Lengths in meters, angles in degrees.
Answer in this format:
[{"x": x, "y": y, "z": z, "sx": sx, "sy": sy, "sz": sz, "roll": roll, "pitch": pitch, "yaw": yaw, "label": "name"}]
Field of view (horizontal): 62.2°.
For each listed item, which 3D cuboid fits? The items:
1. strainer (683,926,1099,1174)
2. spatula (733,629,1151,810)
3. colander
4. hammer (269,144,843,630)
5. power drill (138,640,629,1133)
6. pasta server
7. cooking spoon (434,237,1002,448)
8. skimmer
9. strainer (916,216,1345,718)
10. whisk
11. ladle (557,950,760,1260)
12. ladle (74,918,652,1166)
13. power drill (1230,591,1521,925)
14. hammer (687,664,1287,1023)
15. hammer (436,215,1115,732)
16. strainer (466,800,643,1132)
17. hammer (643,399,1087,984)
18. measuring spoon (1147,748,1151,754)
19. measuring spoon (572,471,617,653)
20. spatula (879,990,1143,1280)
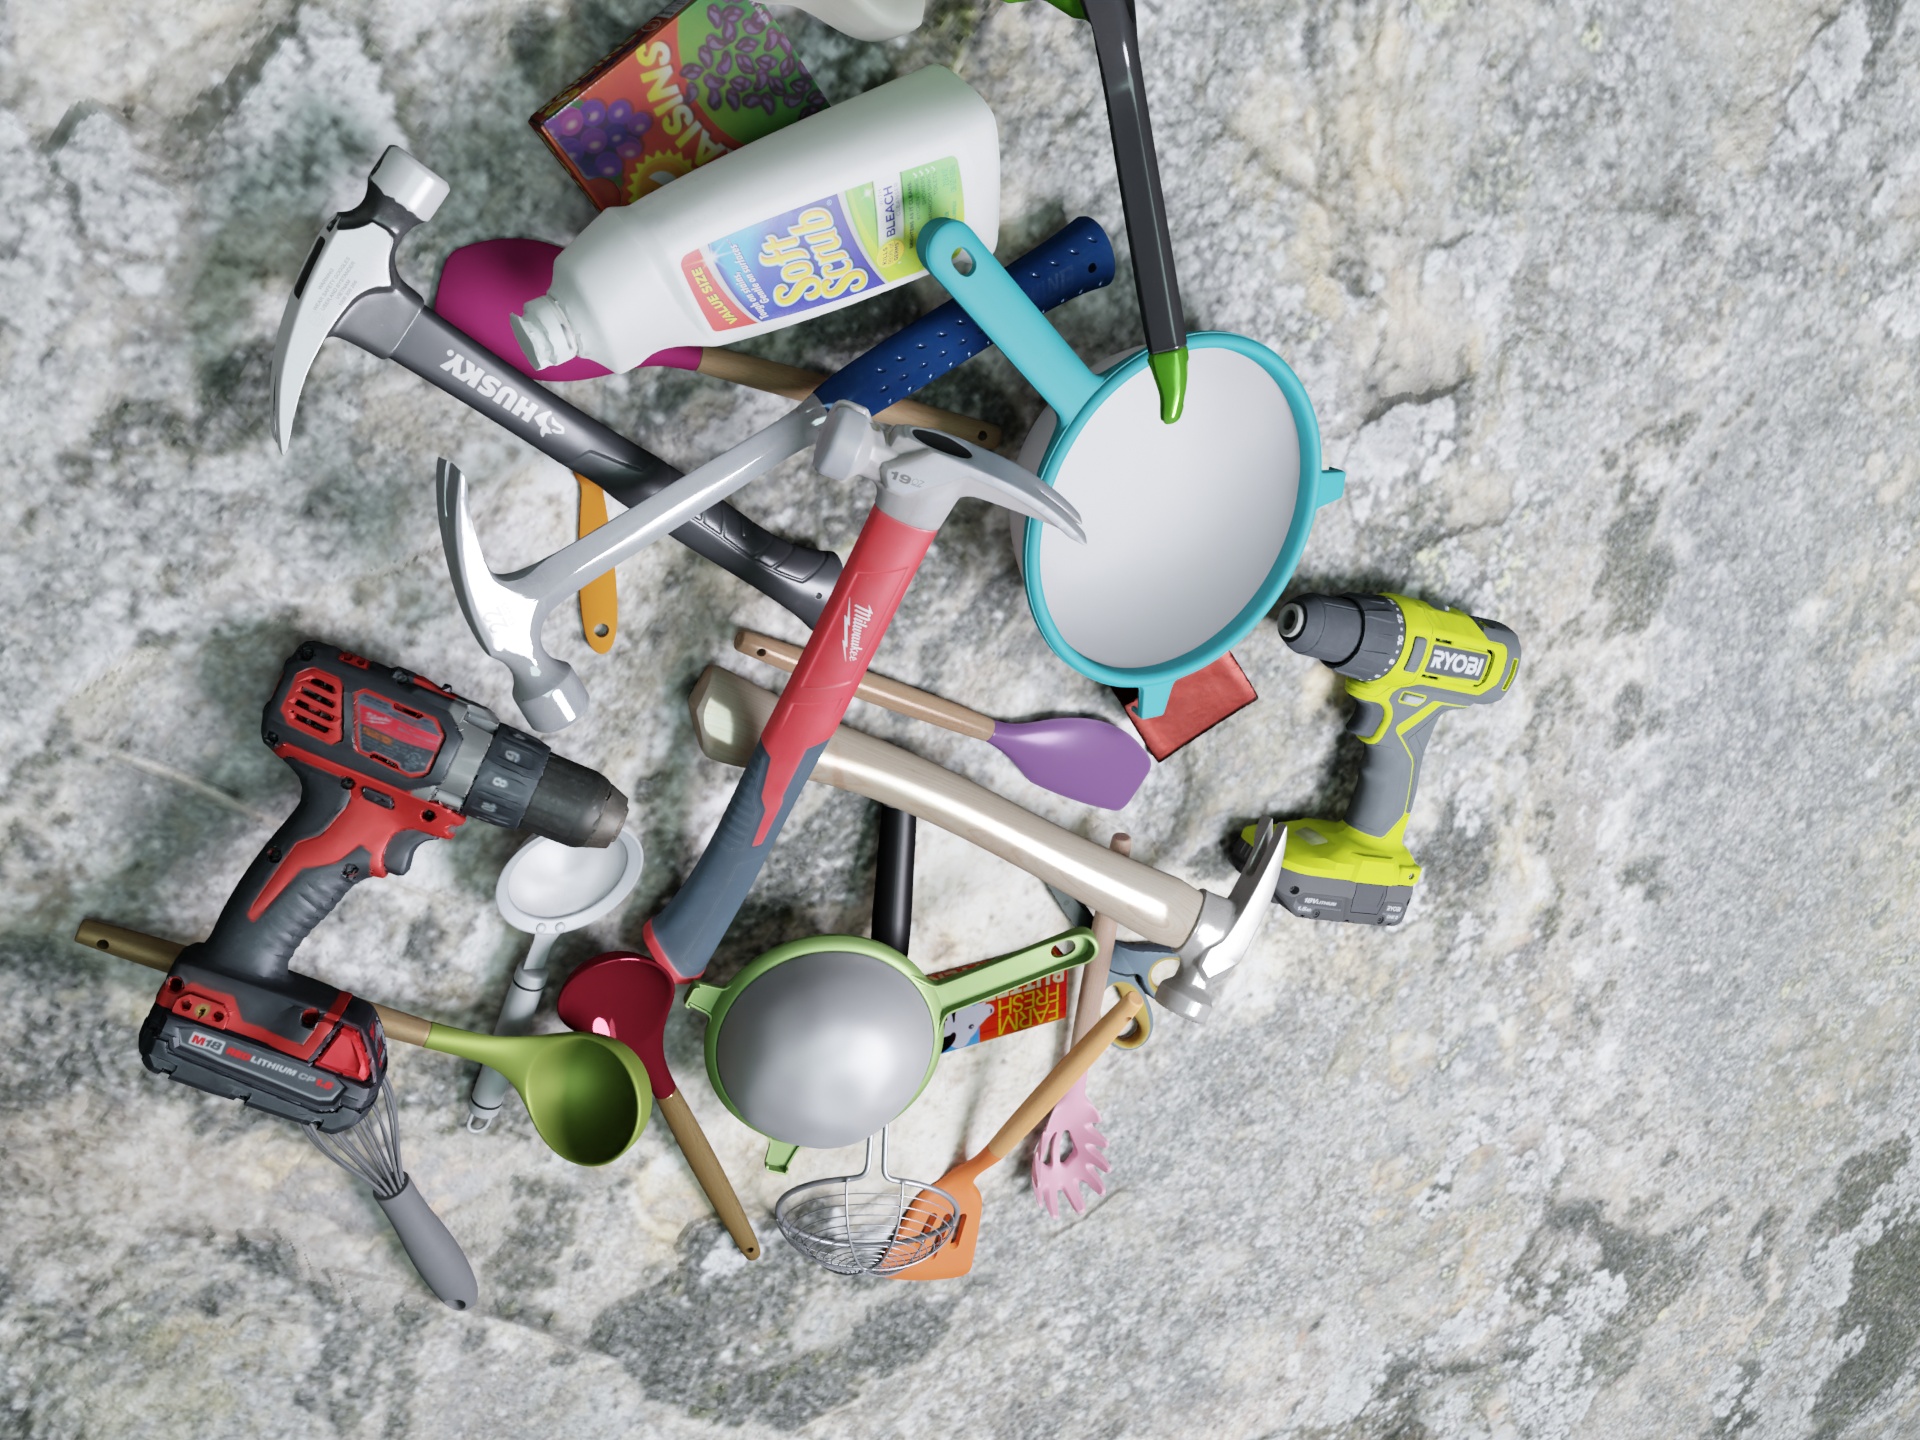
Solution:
[{"x": -0.030, "y": 0.192, "z": 0.970, "sx": 0.256, "sy": 0.069, "sz": 0.151, "roll": -21, "pitch": 113, "yaw": -2, "label": "strainer"}, {"x": -0.002, "y": -0.003, "z": 0.996, "sx": 0.315, "sy": 0.018, "sz": 0.059, "roll": 19, "pitch": 111, "yaw": -32, "label": "spatula"}, {"x": 0.035, "y": -0.334, "z": 0.760, "sx": 0.094, "sy": 0.204, "sz": 0.397, "roll": -9, "pitch": 104, "yaw": 13, "label": "colander"}, {"x": -0.188, "y": -0.131, "z": 0.820, "sx": 0.334, "sy": 0.035, "sz": 0.146, "roll": 32, "pitch": 97, "yaw": -39, "label": "hammer"}, {"x": -0.296, "y": 0.092, "z": 0.825, "sx": 0.187, "sy": 0.080, "sz": 0.227, "roll": 24, "pitch": 87, "yaw": -15, "label": "power drill"}, {"x": 0.092, "y": 0.220, "z": 1.123, "sx": 0.060, "sy": 0.040, "sz": 0.316, "roll": -4, "pitch": 119, "yaw": -22, "label": "pasta server"}, {"x": -0.116, "y": -0.189, "z": 0.852, "sx": 0.318, "sy": 0.017, "sz": 0.068, "roll": 10, "pitch": 109, "yaw": -28, "label": "cooking spoon"}, {"x": -0.054, "y": 0.213, "z": 1.066, "sx": 0.127, "sy": 0.090, "sz": 0.363, "roll": 3, "pitch": 102, "yaw": -5, "label": "skimmer"}, {"x": 0.066, "y": -0.164, "z": 0.895, "sx": 0.211, "sy": 0.095, "sz": 0.340, "roll": -50, "pitch": 130, "yaw": -1, "label": "strainer"}, {"x": -0.338, "y": 0.279, "z": 0.956, "sx": 0.055, "sy": 0.055, "sz": 0.238, "roll": -23, "pitch": 126, "yaw": -14, "label": "whisk"}, {"x": -0.179, "y": 0.253, "z": 1.016, "sx": 0.069, "sy": 0.031, "sz": 0.315, "roll": -20, "pitch": 127, "yaw": -6, "label": "ladle"}, {"x": -0.322, "y": 0.172, "z": 0.880, "sx": 0.320, "sy": 0.062, "sz": 0.078, "roll": 23, "pitch": 104, "yaw": -21, "label": "ladle"}, {"x": 0.275, "y": 0.021, "z": 1.107, "sx": 0.190, "sy": 0.080, "sz": 0.228, "roll": 8, "pitch": 107, "yaw": -29, "label": "power drill"}, {"x": 0.024, "y": 0.056, "z": 0.992, "sx": 0.410, "sy": 0.038, "sz": 0.146, "roll": 26, "pitch": 90, "yaw": -23, "label": "hammer"}, {"x": -0.082, "y": -0.160, "z": 0.831, "sx": 0.405, "sy": 0.035, "sz": 0.143, "roll": -36, "pitch": 126, "yaw": -18, "label": "hammer"}, {"x": -0.252, "y": 0.142, "z": 0.933, "sx": 0.086, "sy": 0.050, "sz": 0.258, "roll": 6, "pitch": 117, "yaw": -40, "label": "strainer"}, {"x": -0.076, "y": 0.012, "z": 0.883, "sx": 0.143, "sy": 0.038, "sz": 0.386, "roll": 19, "pitch": 123, "yaw": -17, "label": "hammer"}, {"x": 0.151, "y": -0.032, "z": 1.061, "sx": 0.034, "sy": 0.018, "sz": 0.124, "roll": 15, "pitch": 113, "yaw": -18, "label": "measuring spoon"}, {"x": -0.197, "y": -0.089, "z": 0.865, "sx": 0.021, "sy": 0.011, "sz": 0.116, "roll": -8, "pitch": 116, "yaw": -22, "label": "measuring spoon"}, {"x": 0.040, "y": 0.295, "z": 1.110, "sx": 0.081, "sy": 0.041, "sz": 0.322, "roll": 12, "pitch": 131, "yaw": -30, "label": "spatula"}]
